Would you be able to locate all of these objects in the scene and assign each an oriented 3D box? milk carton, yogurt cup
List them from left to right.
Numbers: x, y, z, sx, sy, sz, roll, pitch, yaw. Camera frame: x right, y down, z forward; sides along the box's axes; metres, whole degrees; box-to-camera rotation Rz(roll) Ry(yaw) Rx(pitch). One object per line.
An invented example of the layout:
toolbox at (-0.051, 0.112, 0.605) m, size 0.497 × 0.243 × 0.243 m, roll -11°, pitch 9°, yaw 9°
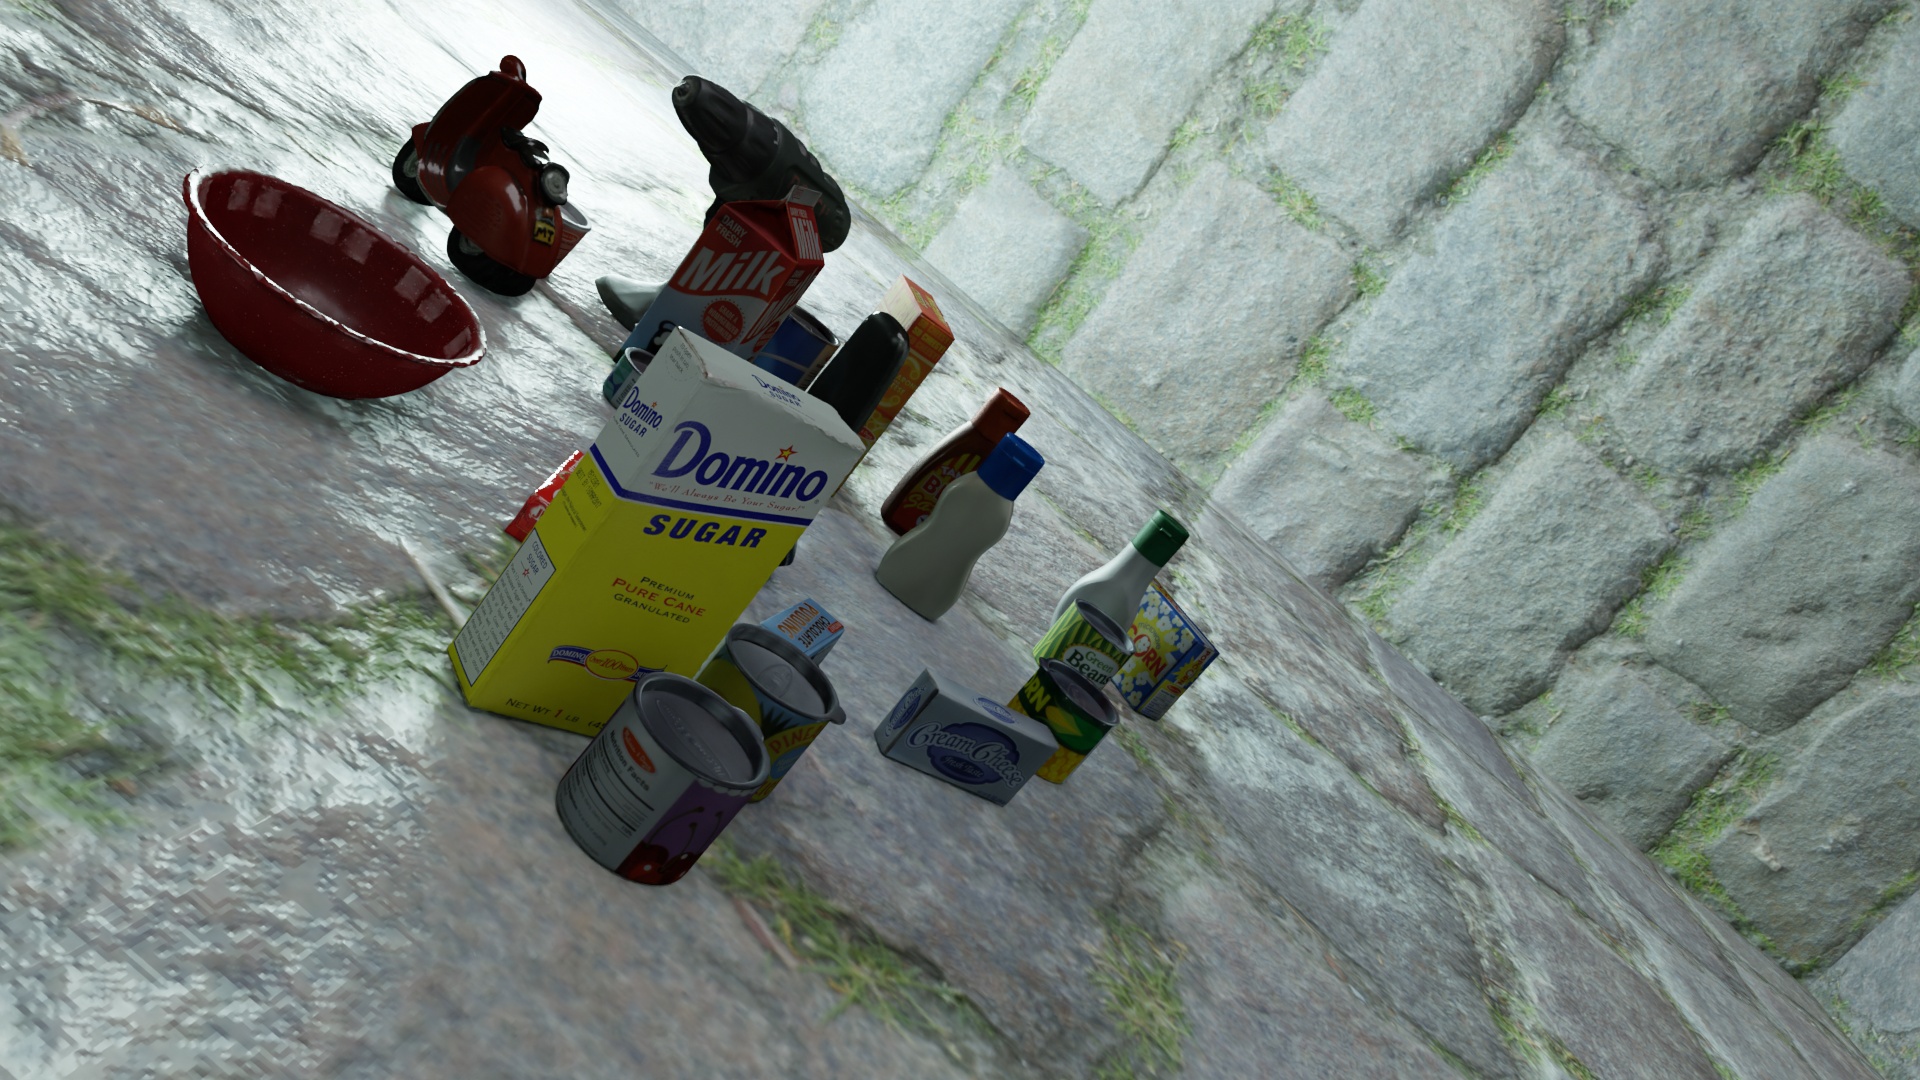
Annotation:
yogurt cup at (-0.333, -0.245, 1.090) m, size 0.072 × 0.054 × 0.072 m, roll 37°, pitch 14°, yaw -11°
milk carton at (-0.170, -0.188, 1.047) m, size 0.073 × 0.190 × 0.072 m, roll 40°, pitch 14°, yaw 2°

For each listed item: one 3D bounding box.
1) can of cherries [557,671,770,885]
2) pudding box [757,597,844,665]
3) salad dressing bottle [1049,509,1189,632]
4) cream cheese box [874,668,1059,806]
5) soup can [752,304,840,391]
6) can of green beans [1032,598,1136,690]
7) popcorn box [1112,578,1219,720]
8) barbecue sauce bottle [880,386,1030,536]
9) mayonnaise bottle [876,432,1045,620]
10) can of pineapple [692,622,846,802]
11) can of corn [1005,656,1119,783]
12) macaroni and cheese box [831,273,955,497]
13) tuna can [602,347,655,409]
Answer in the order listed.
can of cherries at (-0.120, 0.098, 0.570) m, size 0.071 × 0.058 × 0.072 m, roll 37°, pitch 14°, yaw -11°
pudding box at (-0.097, 0.064, 0.748) m, size 0.030 × 0.049 × 0.084 m, roll 41°, pitch 14°, yaw 5°
salad dressing bottle at (0.140, 0.039, 1.216) m, size 0.064 × 0.147 × 0.044 m, roll 40°, pitch 14°, yaw 4°
cream cheese box at (0.004, 0.119, 0.826) m, size 0.103 × 0.053 × 0.024 m, roll 30°, pitch 17°, yaw -34°
soup can at (-0.157, -0.159, 1.207) m, size 0.071 × 0.083 × 0.071 m, roll 37°, pitch 14°, yaw -11°
can of green beans at (0.102, 0.091, 1.146) m, size 0.071 × 0.057 × 0.071 m, roll 37°, pitch 14°, yaw -11°
popcorn box at (0.165, 0.089, 1.254) m, size 0.038 × 0.085 × 0.127 m, roll 27°, pitch 18°, yaw -41°
barbecue sauce bottle at (-0.001, -0.062, 1.171) m, size 0.065 × 0.148 × 0.044 m, roll 35°, pitch 15°, yaw -20°
mayonnaise bottle at (0.004, -0.013, 1.034) m, size 0.065 × 0.147 × 0.041 m, roll 38°, pitch 14°, yaw -6°
can of pineapple at (-0.100, 0.084, 0.664) m, size 0.071 × 0.057 × 0.071 m, roll 37°, pitch 14°, yaw -11°
can of corn at (0.064, 0.122, 0.954) m, size 0.071 × 0.058 × 0.071 m, roll 37°, pitch 14°, yaw -11°
macaroni and cheese box at (-0.077, -0.131, 1.155) m, size 0.040 × 0.166 × 0.124 m, roll 34°, pitch 15°, yaw -23°
tuna can at (-0.219, -0.105, 0.991) m, size 0.071 × 0.032 × 0.071 m, roll 37°, pitch 14°, yaw -11°
